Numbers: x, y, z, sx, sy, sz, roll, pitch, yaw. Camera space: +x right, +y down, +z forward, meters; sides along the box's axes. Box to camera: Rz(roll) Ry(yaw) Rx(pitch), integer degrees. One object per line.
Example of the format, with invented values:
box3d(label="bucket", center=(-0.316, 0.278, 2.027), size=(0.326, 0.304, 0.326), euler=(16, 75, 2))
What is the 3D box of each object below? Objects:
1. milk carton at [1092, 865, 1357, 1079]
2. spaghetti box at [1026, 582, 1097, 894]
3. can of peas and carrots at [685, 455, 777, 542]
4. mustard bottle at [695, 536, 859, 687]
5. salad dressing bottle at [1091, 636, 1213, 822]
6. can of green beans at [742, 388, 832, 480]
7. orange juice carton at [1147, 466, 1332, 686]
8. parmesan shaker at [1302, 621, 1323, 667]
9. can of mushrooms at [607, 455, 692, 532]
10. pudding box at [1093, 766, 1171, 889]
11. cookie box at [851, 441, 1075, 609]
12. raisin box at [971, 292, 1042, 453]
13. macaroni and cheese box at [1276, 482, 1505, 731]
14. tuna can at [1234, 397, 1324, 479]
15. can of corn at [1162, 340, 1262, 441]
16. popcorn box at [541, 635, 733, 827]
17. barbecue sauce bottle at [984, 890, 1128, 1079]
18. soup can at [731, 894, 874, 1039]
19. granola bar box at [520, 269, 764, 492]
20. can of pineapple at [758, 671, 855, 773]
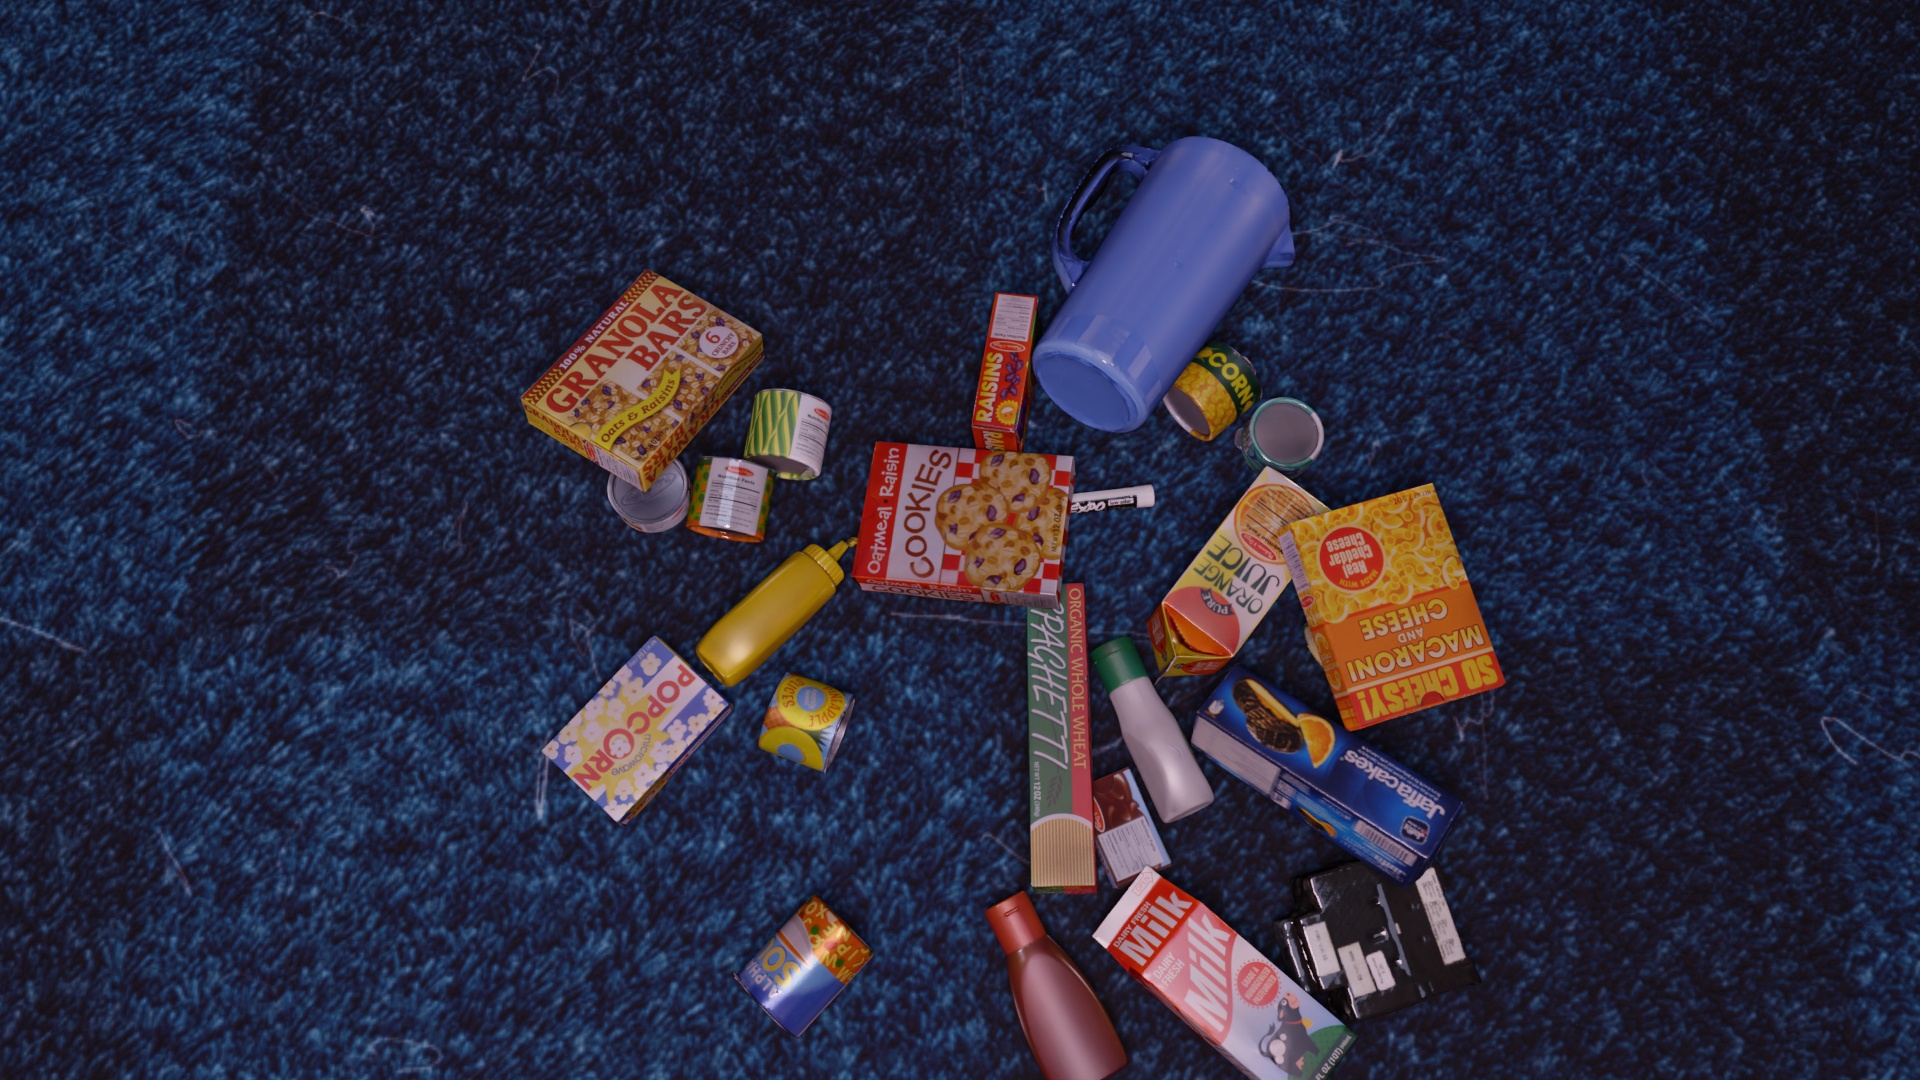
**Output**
box3d(label="milk carton", center=(0.194, 0.336, 1.050), size=(0.191, 0.073, 0.072), euler=(39, 77, 9))
box3d(label="spaghetti box", center=(0.078, 0.151, 1.099), size=(0.050, 0.028, 0.251), euler=(-3, 65, 6))
box3d(label="can of peas and carrots", center=(-0.189, -0.033, 1.142), size=(0.071, 0.071, 0.059), euler=(9, 80, 0))
box3d(label="mustard bottle", center=(-0.143, 0.049, 1.125), size=(0.049, 0.065, 0.161), euler=(44, 71, 4))
box3d(label="salad dressing bottle", center=(0.150, 0.149, 1.109), size=(0.044, 0.064, 0.148), euler=(-20, 70, -11))
box3d(label="can of green beans", center=(-0.144, -0.088, 1.160), size=(0.071, 0.071, 0.058), euler=(9, 75, 0))
box3d(label="orange juice carton", center=(0.218, 0.039, 1.136), size=(0.073, 0.071, 0.193), euler=(37, 76, 8))
box3d(label="parmesan shaker", center=(0.342, 0.066, 1.135), size=(0.103, 0.071, 0.071), euler=(-35, 79, -11))
box3d(label="can of mushrooms", center=(-0.259, -0.043, 1.159), size=(0.071, 0.033, 0.071), euler=(1, 75, -2))
box3d(label="pudding box", center=(0.127, 0.228, 1.100), size=(0.050, 0.030, 0.084), euler=(-22, 76, -7))
box3d(label="cookie box", center=(0.004, -0.014, 1.142), size=(0.167, 0.040, 0.123), euler=(5, 69, 9))
box3d(label="raisin box", center=(0.041, -0.134, 1.170), size=(0.040, 0.086, 0.123), euler=(8, 73, 7))
box3d(label="macaroni and cheese box", center=(0.334, 0.052, 1.083), size=(0.124, 0.040, 0.166), euler=(-16, 79, -7))
box3d(label="tuna can", center=(0.274, -0.088, 1.195), size=(0.071, 0.032, 0.071), euler=(1, 74, -3))
box3d(label="can of corn", center=(0.214, -0.127, 1.184), size=(0.058, 0.071, 0.071), euler=(-40, 80, -11))
box3d(label="popcorn box", center=(-0.254, 0.150, 1.101), size=(0.085, 0.038, 0.127), euler=(41, 77, 8))
box3d(label="barbecue sauce bottle", center=(0.067, 0.342, 1.058), size=(0.065, 0.043, 0.149), euler=(-25, 76, -9))
box3d(label="soup can", center=(-0.118, 0.317, 1.043), size=(0.071, 0.071, 0.084), euler=(42, 76, 9))
box3d(label="granola bar box", center=(-0.263, -0.137, 1.161), size=(0.124, 0.039, 0.166), euler=(30, 64, 13))
box3d(label="can of pineapple", center=(-0.120, 0.142, 1.094), size=(0.058, 0.071, 0.071), euler=(20, 75, 3))
